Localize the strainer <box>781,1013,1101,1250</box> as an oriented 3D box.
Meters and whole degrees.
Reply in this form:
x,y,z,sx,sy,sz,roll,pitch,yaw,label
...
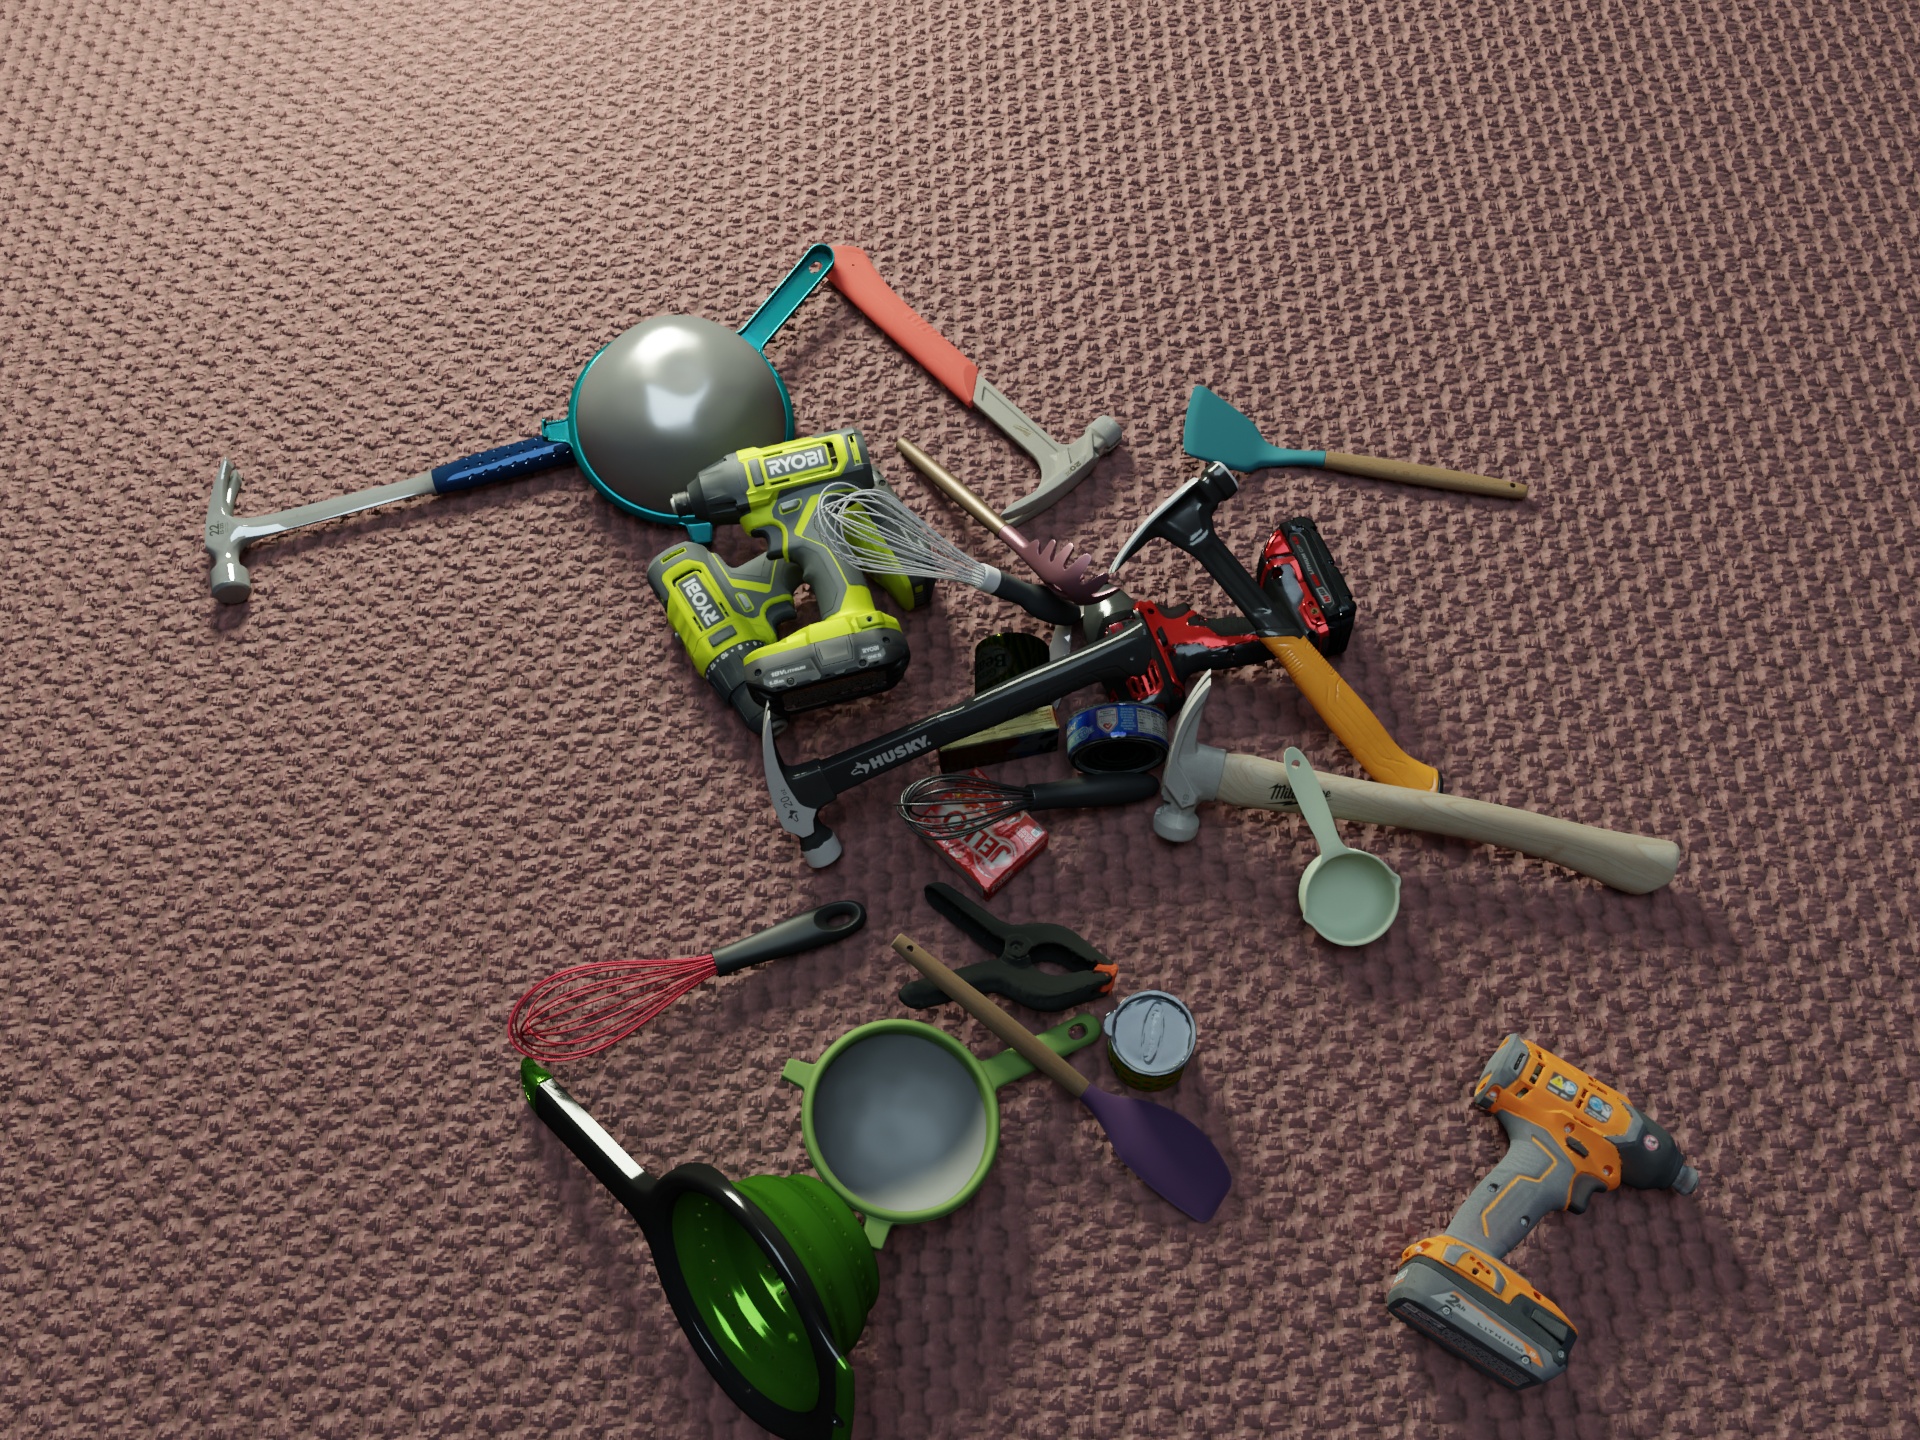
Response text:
x,y,z,sx,sy,sz,roll,pitch,yaw,label
-0.006,0.290,1.219,0.256,0.069,0.152,-20,69,-27,strainer

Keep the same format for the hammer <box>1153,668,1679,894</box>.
x,y,z,sx,sy,sz,roll,pitch,yaw,label
0.370,0.065,1.279,0.410,0.146,0.038,11,27,3,hammer

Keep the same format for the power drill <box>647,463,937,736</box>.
x,y,z,sx,sy,sz,roll,pitch,yaw,label
-0.138,-0.107,1.403,0.228,0.080,0.191,-31,71,-9,power drill

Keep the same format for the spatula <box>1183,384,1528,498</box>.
x,y,z,sx,sy,sz,roll,pitch,yaw,label
0.363,-0.241,1.463,0.317,0.044,0.082,10,62,6,spatula

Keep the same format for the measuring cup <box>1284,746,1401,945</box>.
x,y,z,sx,sy,sz,roll,pitch,yaw,label
0.291,0.098,1.270,0.083,0.038,0.167,-23,92,-1,measuring cup

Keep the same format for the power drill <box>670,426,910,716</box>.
x,y,z,sx,sy,sz,roll,pitch,yaw,label
-0.140,-0.125,1.332,0.171,0.080,0.223,-14,74,-4,power drill

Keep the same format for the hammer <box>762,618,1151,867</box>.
x,y,z,sx,sy,sz,roll,pitch,yaw,label
-0.002,-0.004,1.284,0.335,0.146,0.035,-23,27,3,hammer

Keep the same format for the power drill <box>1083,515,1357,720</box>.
x,y,z,sx,sy,sz,roll,pitch,yaw,label
0.217,-0.089,1.380,0.219,0.078,0.143,-19,65,-3,power drill

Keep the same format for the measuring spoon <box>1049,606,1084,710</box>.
x,y,z,sx,sy,sz,roll,pitch,yaw,label
0.086,-0.059,1.406,0.034,0.018,0.124,12,72,1,measuring spoon

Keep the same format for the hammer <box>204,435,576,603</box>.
x,y,z,sx,sy,sz,roll,pitch,yaw,label
-0.507,-0.227,1.498,0.405,0.035,0.144,-16,65,-5,hammer

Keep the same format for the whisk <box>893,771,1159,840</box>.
x,y,z,sx,sy,sz,roll,pitch,yaw,label
0.059,0.062,1.296,0.239,0.055,0.055,-5,62,-23,whisk

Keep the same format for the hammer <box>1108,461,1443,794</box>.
x,y,z,sx,sy,sz,roll,pitch,yaw,label
0.272,-0.047,1.309,0.127,0.034,0.337,-42,93,-1,hammer

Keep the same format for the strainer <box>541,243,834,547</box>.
x,y,z,sx,sy,sz,roll,pitch,yaw,label
-0.220,-0.341,1.480,0.211,0.095,0.340,35,72,2,strainer

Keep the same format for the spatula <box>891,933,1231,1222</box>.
x,y,z,sx,sy,sz,roll,pitch,yaw,label
0.075,0.263,1.209,0.316,0.018,0.060,38,66,3,spatula

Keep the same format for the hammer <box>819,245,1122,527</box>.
x,y,z,sx,sy,sz,roll,pitch,yaw,label
-0.019,-0.337,1.530,0.149,0.036,0.359,-39,69,-15,hammer

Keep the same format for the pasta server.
x,y,z,sx,sy,sz,roll,pitch,yaw,label
0.031,-0.184,1.403,0.040,0.060,0.317,-46,48,2,pasta server

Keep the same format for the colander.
x,y,z,sx,sy,sz,roll,pitch,yaw,label
-0.181,0.352,1.163,0.094,0.204,0.397,-24,44,-39,colander

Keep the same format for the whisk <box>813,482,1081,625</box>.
x,y,z,sx,sy,sz,roll,pitch,yaw,label
-0.003,-0.126,1.316,0.284,0.070,0.070,19,57,-37,whisk

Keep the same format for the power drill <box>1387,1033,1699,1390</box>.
x,y,z,sx,sy,sz,roll,pitch,yaw,label
0.425,0.360,1.150,0.164,0.084,0.226,29,65,15,power drill

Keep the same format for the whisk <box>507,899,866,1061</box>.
x,y,z,sx,sy,sz,roll,pitch,yaw,label
-0.214,0.202,1.269,0.296,0.073,0.073,-18,65,-14,whisk
